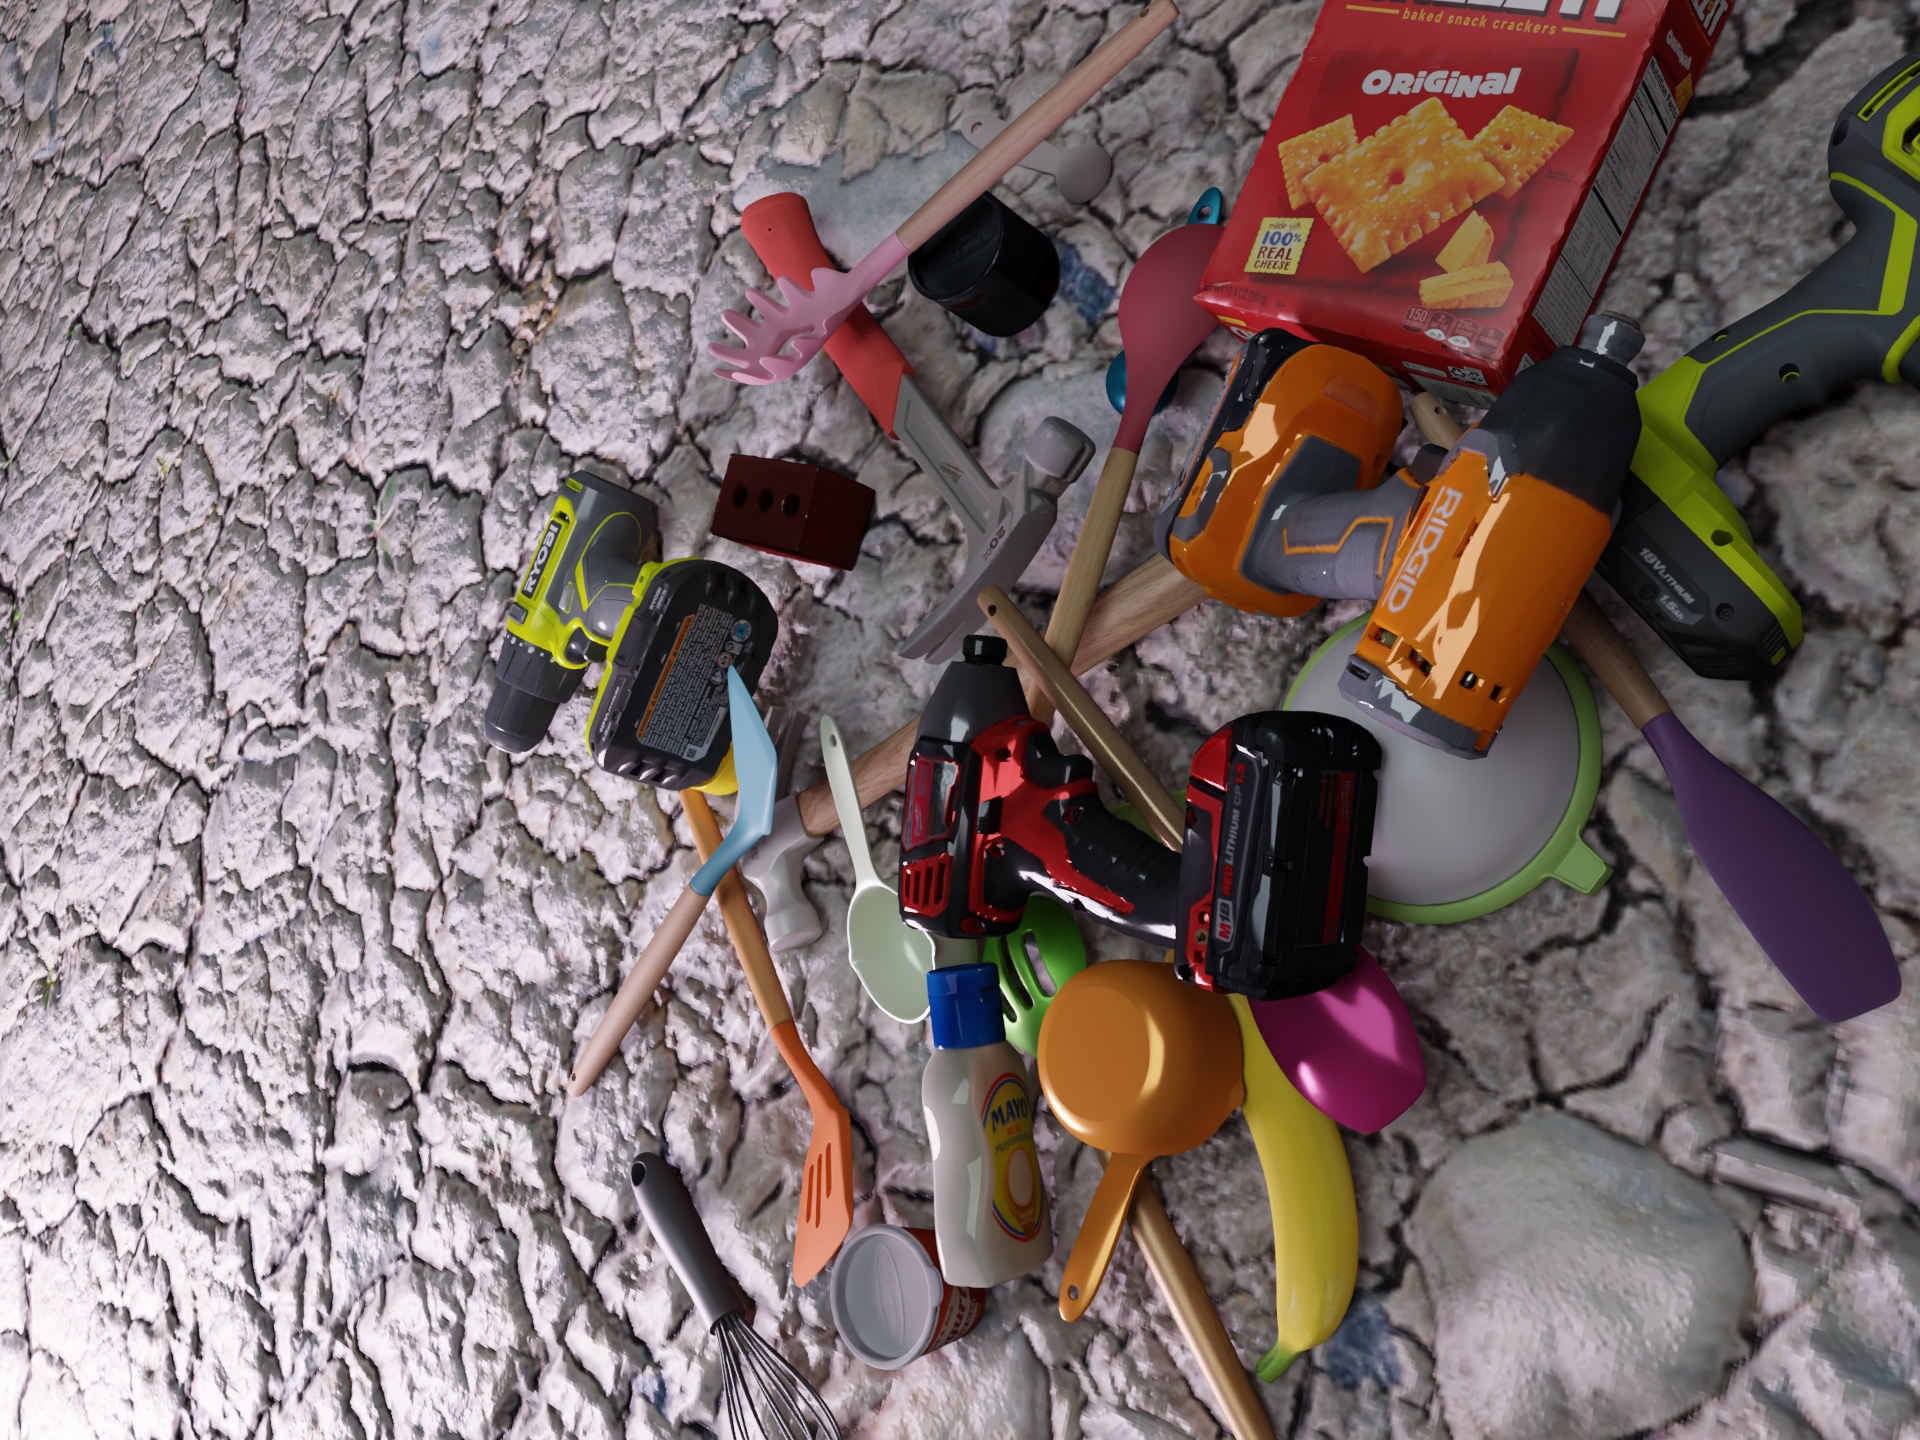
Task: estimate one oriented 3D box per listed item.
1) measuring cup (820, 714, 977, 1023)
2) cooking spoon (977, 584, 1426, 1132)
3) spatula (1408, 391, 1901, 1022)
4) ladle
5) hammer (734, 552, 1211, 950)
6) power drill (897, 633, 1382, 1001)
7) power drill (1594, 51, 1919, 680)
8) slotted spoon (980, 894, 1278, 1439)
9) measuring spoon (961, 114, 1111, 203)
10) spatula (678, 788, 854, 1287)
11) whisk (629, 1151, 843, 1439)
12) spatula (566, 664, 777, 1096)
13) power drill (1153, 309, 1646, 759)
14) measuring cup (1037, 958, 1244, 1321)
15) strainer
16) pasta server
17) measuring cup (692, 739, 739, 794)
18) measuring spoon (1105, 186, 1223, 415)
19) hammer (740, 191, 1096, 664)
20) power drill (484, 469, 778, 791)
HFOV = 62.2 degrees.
[{"bbox_3d":[-0.036,0.074,0.841,0.083,0.038,0.167,-23,82,53],"label":"measuring cup"},{"bbox_3d":[0.097,0.050,0.732,0.068,0.017,0.319,-52,59,28],"label":"cooking spoon"},{"bbox_3d":[0.273,-0.021,0.654,0.316,0.059,0.018,63,156,27],"label":"spatula"},{"bbox_3d":[0.075,-0.111,0.805,0.069,0.031,0.315,16,86,37],"label":"ladle"},{"bbox_3d":[-0.001,-0.003,0.866,0.331,0.031,0.130,-33,62,26],"label":"hammer"},{"bbox_3d":[0.065,0.038,0.701,0.220,0.078,0.143,7,92,41],"label":"power drill"},{"bbox_3d":[0.344,-0.126,0.611,0.223,0.080,0.171,-43,57,18],"label":"power drill"},{"bbox_3d":[0.083,0.221,0.757,0.070,0.031,0.314,-42,60,28],"label":"slotted spoon"},{"bbox_3d":[0.038,-0.331,0.918,0.124,0.018,0.034,37,103,37],"label":"measuring spoon"},{"bbox_3d":[-0.118,0.156,0.910,0.081,0.041,0.323,-57,49,40],"label":"spatula"},{"bbox_3d":[-0.131,0.334,0.880,0.055,0.055,0.239,-53,51,15],"label":"whisk"},{"bbox_3d":[-0.172,0.113,0.930,0.317,0.044,0.082,-57,44,25],"label":"spatula"},{"bbox_3d":[0.176,-0.096,0.646,0.164,0.084,0.227,-64,23,12],"label":"power drill"},{"bbox_3d":[0.063,0.191,0.720,0.095,0.052,0.173,20,91,45],"label":"measuring cup"},{"bbox_3d":[0.151,0.024,0.722,0.256,0.069,0.152,-17,70,31],"label":"strainer"},{"bbox_3d":[-0.015,-0.281,0.859,0.316,0.040,0.060,-34,51,26],"label":"pasta server"},{"bbox_3d":[-0.145,-0.026,0.988,0.062,0.029,0.157,-23,55,34],"label":"measuring cup"},{"bbox_3d":[0.108,-0.223,0.839,0.042,0.021,0.128,24,96,37],"label":"measuring spoon"},{"bbox_3d":[-0.054,-0.196,0.920,0.149,0.036,0.359,-53,48,23],"label":"hammer"},{"bbox_3d":[-0.220,-0.043,0.992,0.229,0.080,0.190,29,97,50],"label":"power drill"}]
